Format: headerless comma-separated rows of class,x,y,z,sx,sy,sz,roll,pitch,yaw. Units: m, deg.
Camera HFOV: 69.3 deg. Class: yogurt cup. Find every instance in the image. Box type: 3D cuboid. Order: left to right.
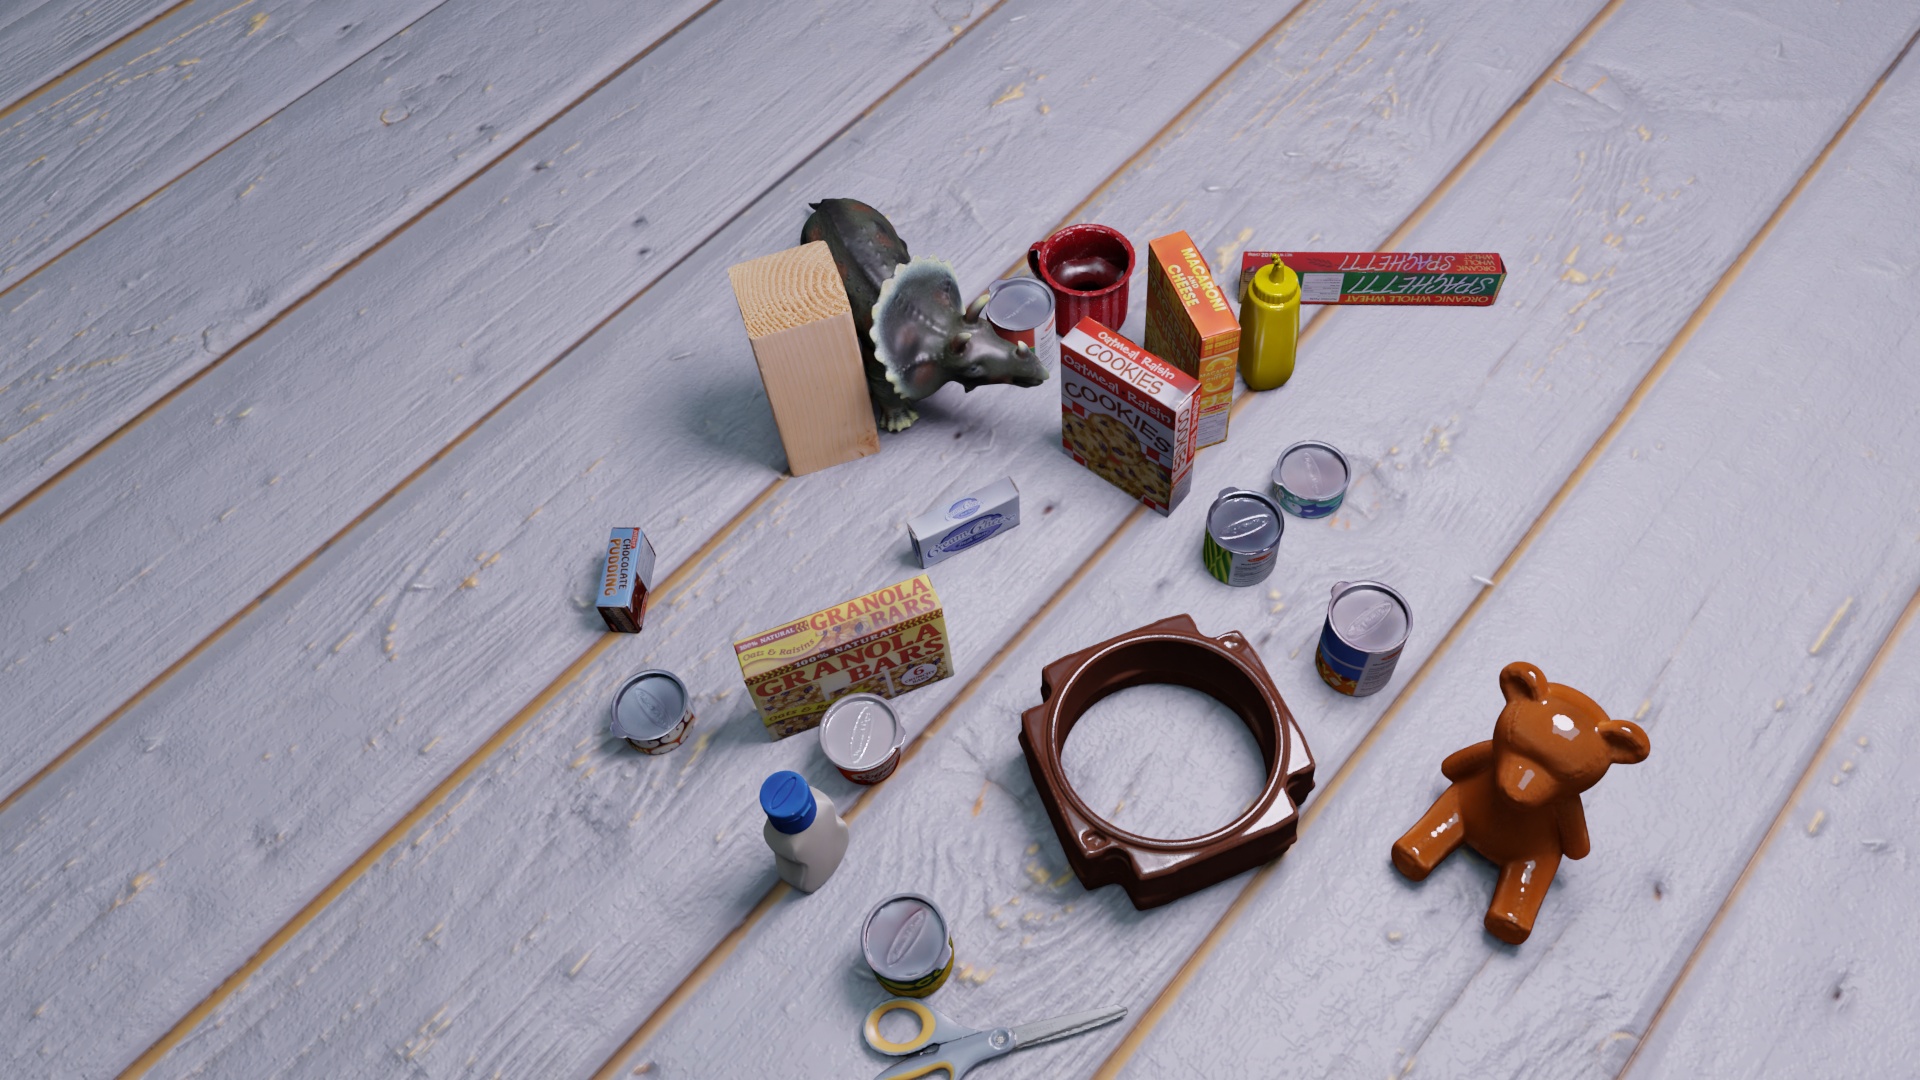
yogurt cup,-0.079,0.166,1.142,0.072,0.053,0.073,-2,58,4

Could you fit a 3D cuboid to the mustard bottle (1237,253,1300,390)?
mustard bottle,0.286,-0.206,1.278,0.049,0.159,0.065,-13,58,-2

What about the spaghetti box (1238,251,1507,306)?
spaghetti box,0.401,-0.257,1.364,0.250,0.050,0.029,1,59,6

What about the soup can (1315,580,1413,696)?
soup can,0.329,0.080,1.143,0.071,0.083,0.071,-2,58,4

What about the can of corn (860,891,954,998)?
can of corn,-0.037,0.308,1.049,0.071,0.058,0.071,-2,58,4

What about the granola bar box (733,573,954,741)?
granola bar box,-0.093,0.097,1.145,0.166,0.123,0.039,-20,59,-7

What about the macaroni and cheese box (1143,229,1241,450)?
macaroni and cheese box,0.208,-0.180,1.265,0.040,0.165,0.124,-18,59,-5

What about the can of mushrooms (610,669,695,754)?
can of mushrooms,-0.263,0.147,1.182,0.071,0.033,0.071,-2,58,4

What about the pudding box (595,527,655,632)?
pudding box,-0.299,0.035,1.245,0.030,0.049,0.084,0,58,5

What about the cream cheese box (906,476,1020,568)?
cream cheese box,0.004,-0.016,1.248,0.104,0.053,0.024,-25,60,-10

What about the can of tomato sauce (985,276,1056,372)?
can of tomato sauce,0.057,-0.203,1.342,0.071,0.082,0.071,-2,58,4

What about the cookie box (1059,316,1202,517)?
cookie box,0.148,-0.107,1.225,0.123,0.166,0.040,34,67,23

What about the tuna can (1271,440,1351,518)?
tuna can,0.315,-0.055,1.257,0.071,0.032,0.071,-2,58,4

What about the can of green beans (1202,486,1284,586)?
can of green beans,0.247,-0.002,1.215,0.071,0.057,0.071,-2,58,4

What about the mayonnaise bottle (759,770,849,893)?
mayonnaise bottle,-0.121,0.218,1.058,0.041,0.147,0.065,27,65,20
